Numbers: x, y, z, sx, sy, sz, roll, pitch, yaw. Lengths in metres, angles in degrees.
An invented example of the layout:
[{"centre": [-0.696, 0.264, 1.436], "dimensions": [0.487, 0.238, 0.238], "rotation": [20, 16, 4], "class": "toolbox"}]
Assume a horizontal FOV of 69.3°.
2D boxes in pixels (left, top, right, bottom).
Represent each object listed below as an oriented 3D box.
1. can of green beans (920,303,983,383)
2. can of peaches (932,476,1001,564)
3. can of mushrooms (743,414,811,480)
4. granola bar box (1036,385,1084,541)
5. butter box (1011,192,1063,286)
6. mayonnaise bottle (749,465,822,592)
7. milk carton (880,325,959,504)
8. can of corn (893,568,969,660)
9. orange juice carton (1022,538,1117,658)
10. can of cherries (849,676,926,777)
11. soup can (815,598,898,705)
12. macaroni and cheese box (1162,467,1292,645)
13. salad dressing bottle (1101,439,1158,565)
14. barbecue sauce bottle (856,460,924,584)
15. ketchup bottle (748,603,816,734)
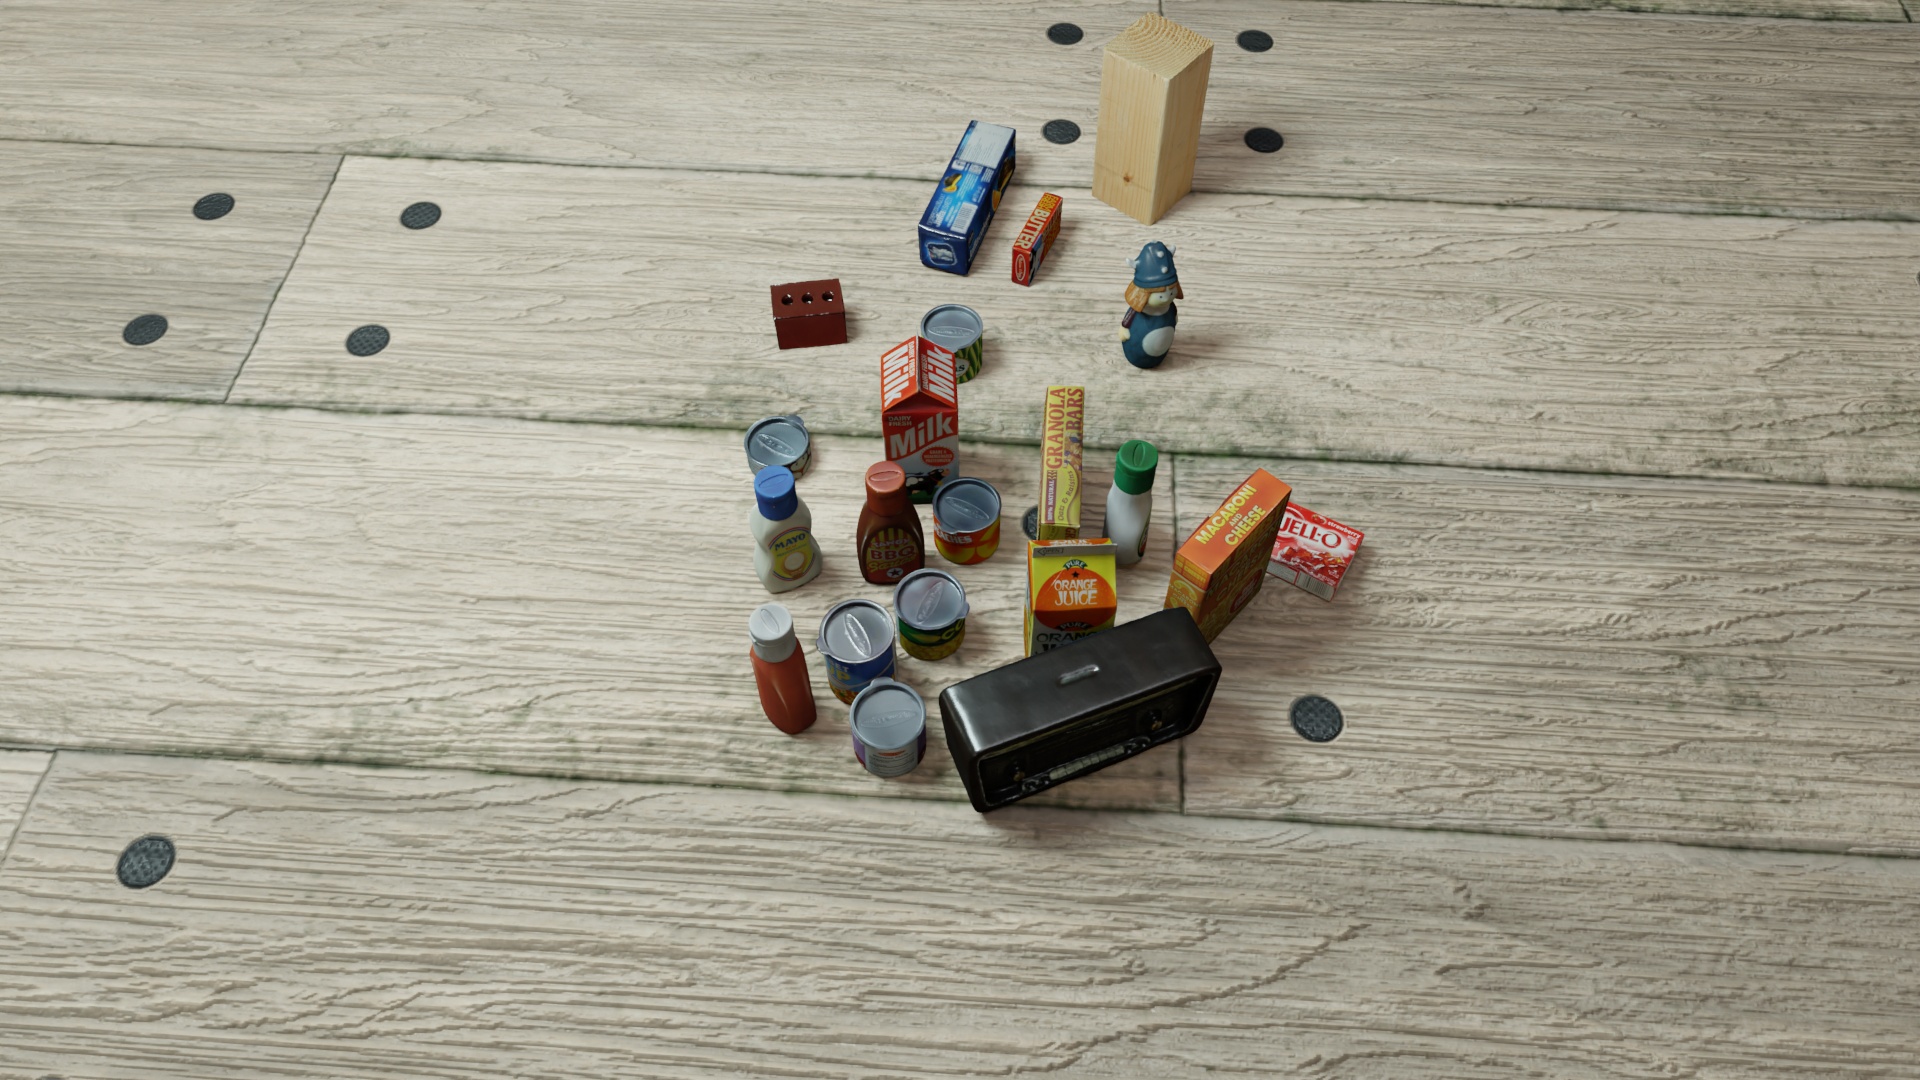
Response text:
[{"centre": [-0.009, -0.209, 1.481], "dimensions": [0.071, 0.057, 0.071], "rotation": [0, 55, 0], "class": "can of green beans"}, {"centre": [0.005, -0.017, 1.346], "dimensions": [0.071, 0.057, 0.071], "rotation": [0, 55, 0], "class": "can of peaches"}, {"centre": [-0.184, -0.093, 1.415], "dimensions": [0.071, 0.033, 0.071], "rotation": [0, 55, 0], "class": "can of mushrooms"}, {"centre": [0.094, -0.046, 1.326], "dimensions": [0.039, 0.123, 0.166], "rotation": [3, 55, 3], "class": "granola bar box"}, {"centre": [0.087, -0.343, 1.578], "dimensions": [0.024, 0.052, 0.104], "rotation": [19, 57, 13], "class": "butter box"}, {"centre": [-0.165, -0.011, 1.287], "dimensions": [0.065, 0.147, 0.041], "rotation": [-23, 58, -15], "class": "mayonnaise bottle"}, {"centre": [-0.039, -0.117, 1.336], "dimensions": [0.073, 0.189, 0.073], "rotation": [-2, 55, -1], "class": "milk carton"}, {"centre": [-0.026, 0.070, 1.285], "dimensions": [0.071, 0.058, 0.071], "rotation": [0, 55, 0], "class": "can of corn"}, {"centre": [0.094, 0.058, 1.211], "dimensions": [0.072, 0.191, 0.073], "rotation": [-2, 55, -1], "class": "orange juice carton"}, {"centre": [-0.062, 0.164, 1.218], "dimensions": [0.071, 0.058, 0.072], "rotation": [0, 55, 0], "class": "can of cherries"}, {"centre": [-0.093, 0.103, 1.246], "dimensions": [0.071, 0.083, 0.072], "rotation": [0, 55, 0], "class": "soup can"}, {"centre": [0.233, 0.028, 1.248], "dimensions": [0.040, 0.165, 0.124], "rotation": [36, 63, 23], "class": "macaroni and cheese box"}, {"centre": [0.159, -0.035, 1.304], "dimensions": [0.044, 0.147, 0.064], "rotation": [10, 56, 7], "class": "salad dressing bottle"}, {"centre": [-0.067, -0.016, 1.290], "dimensions": [0.065, 0.147, 0.044], "rotation": [-8, 55, -5], "class": "barbecue sauce bottle"}, {"centre": [-0.157, 0.109, 1.202], "dimensions": [0.044, 0.148, 0.065], "rotation": [-30, 60, -19], "class": "ketchup bottle"}]
